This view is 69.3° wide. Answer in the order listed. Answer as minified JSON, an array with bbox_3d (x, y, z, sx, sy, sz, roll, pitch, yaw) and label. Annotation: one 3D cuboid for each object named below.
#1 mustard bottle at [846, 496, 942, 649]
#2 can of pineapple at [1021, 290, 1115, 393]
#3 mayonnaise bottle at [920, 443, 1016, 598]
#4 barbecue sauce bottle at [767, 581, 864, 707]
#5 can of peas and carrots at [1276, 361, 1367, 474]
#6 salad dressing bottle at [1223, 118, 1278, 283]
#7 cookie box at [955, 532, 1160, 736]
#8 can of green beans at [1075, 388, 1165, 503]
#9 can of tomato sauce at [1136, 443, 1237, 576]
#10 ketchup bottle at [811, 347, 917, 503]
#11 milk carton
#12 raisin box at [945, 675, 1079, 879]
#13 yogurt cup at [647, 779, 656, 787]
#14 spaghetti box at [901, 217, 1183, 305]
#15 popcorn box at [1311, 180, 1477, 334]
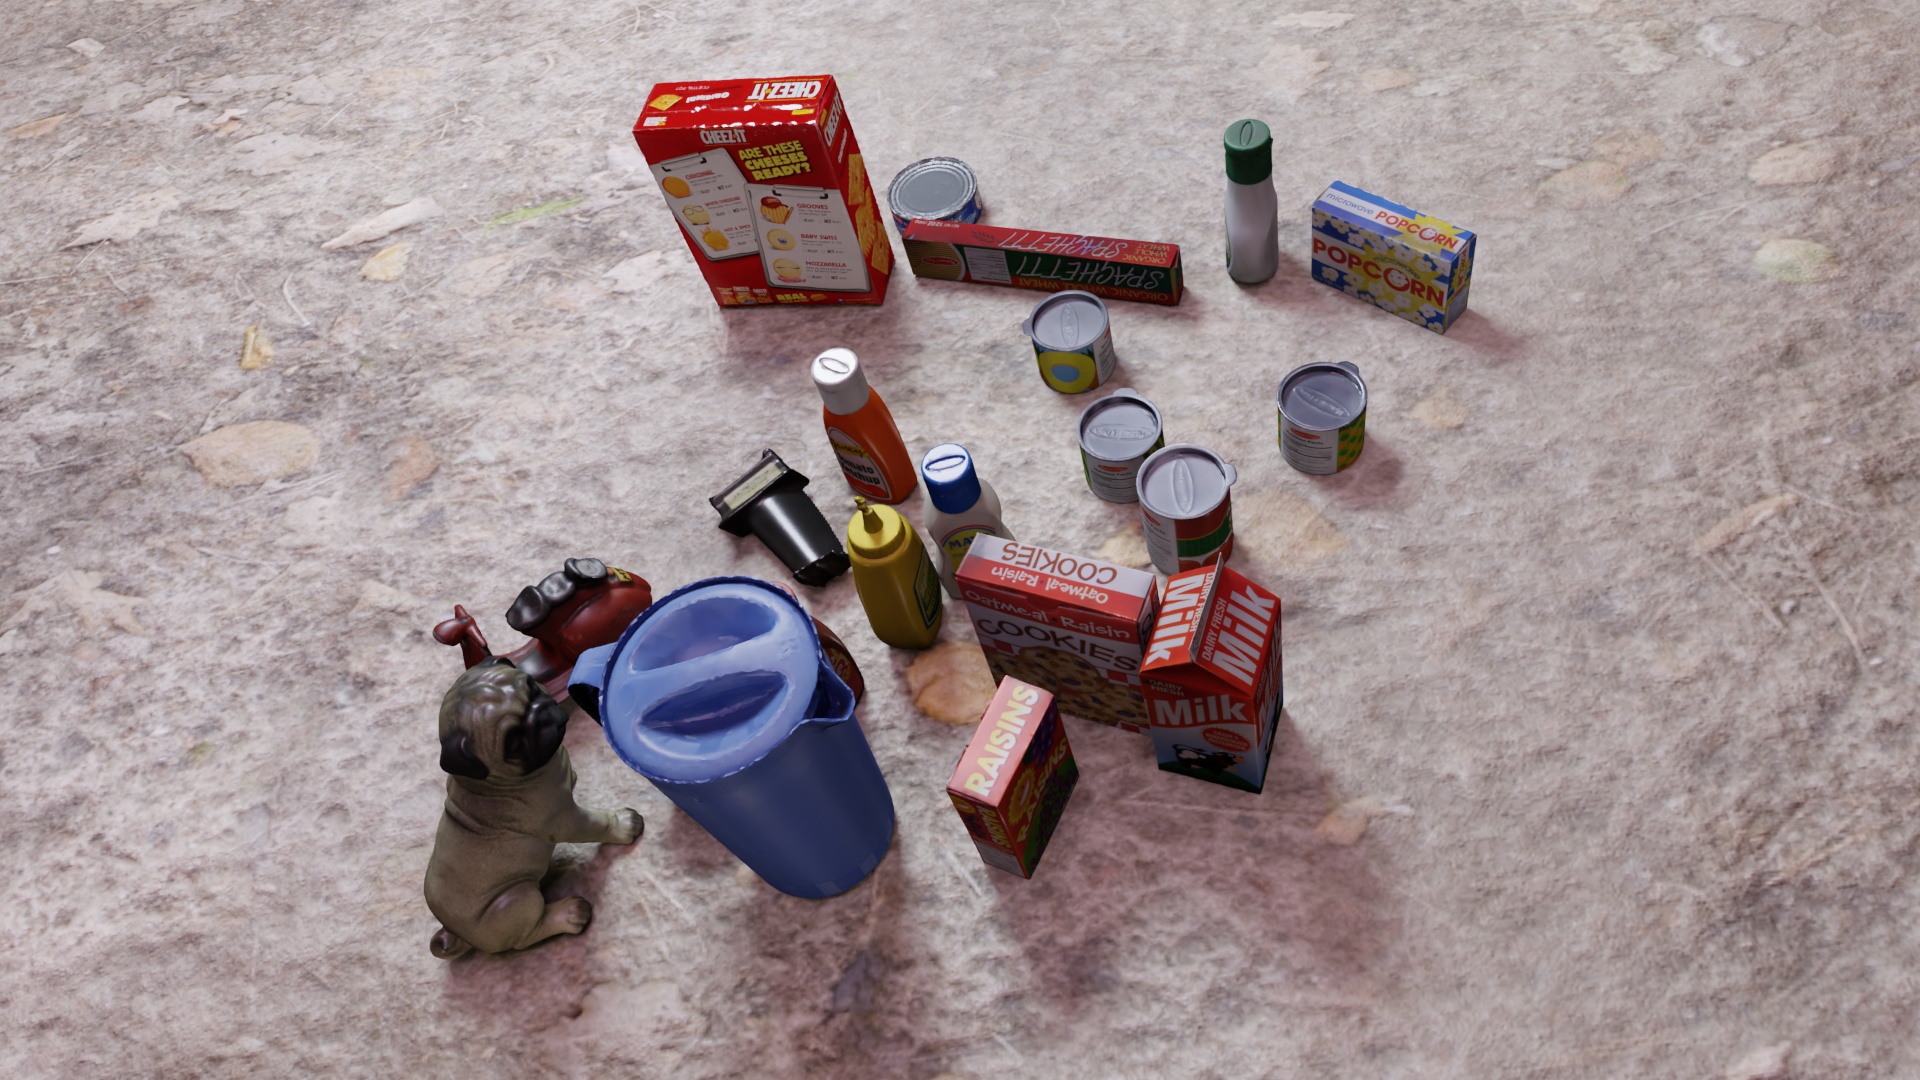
[{"bbox_3d":[-0.050,0.019,0.996,0.049,0.159,0.065,1,57,14],"label":"mustard bottle"},{"bbox_3d":[0.091,-0.164,1.151,0.071,0.057,0.071,-6,55,9],"label":"can of pineapple"},{"bbox_3d":[0.004,-0.013,1.013,0.065,0.147,0.041,-14,55,4],"label":"mayonnaise bottle"},{"bbox_3d":[-0.113,0.081,0.975,0.044,0.148,0.065,30,68,29],"label":"barbecue sauce bottle"},{"bbox_3d":[0.276,-0.094,1.059,0.071,0.058,0.071,-6,55,9],"label":"can of peas and carrots"},{"bbox_3d":[0.237,-0.277,1.138,0.044,0.147,0.064,6,58,17],"label":"salad dressing bottle"},{"bbox_3d":[0.074,0.067,0.930,0.123,0.166,0.040,13,61,21],"label":"cookie box"},{"bbox_3d":[0.126,-0.071,1.079,0.071,0.057,0.071,-6,55,9],"label":"can of green beans"},{"bbox_3d":[0.168,-0.021,1.019,0.071,0.082,0.071,-6,55,9],"label":"can of tomato sauce"},{"bbox_3d":[-0.079,-0.090,1.084,0.065,0.148,0.044,25,65,27],"label":"ketchup bottle"},{"bbox_3d":[0.161,0.086,0.882,0.073,0.189,0.072,11,60,20],"label":"milk carton"},{"bbox_3d":[0.036,0.156,0.905,0.040,0.123,0.086,18,63,24],"label":"raisin box"},{"bbox_3d":[-0.189,0.159,0.999,0.072,0.053,0.073,-6,55,9],"label":"yogurt cup"},{"bbox_3d":[0.072,-0.244,1.215,0.250,0.050,0.029,10,60,19],"label":"spaghetti box"},{"bbox_3d":[0.345,-0.229,1.118,0.127,0.085,0.038,32,69,29],"label":"popcorn box"}]
